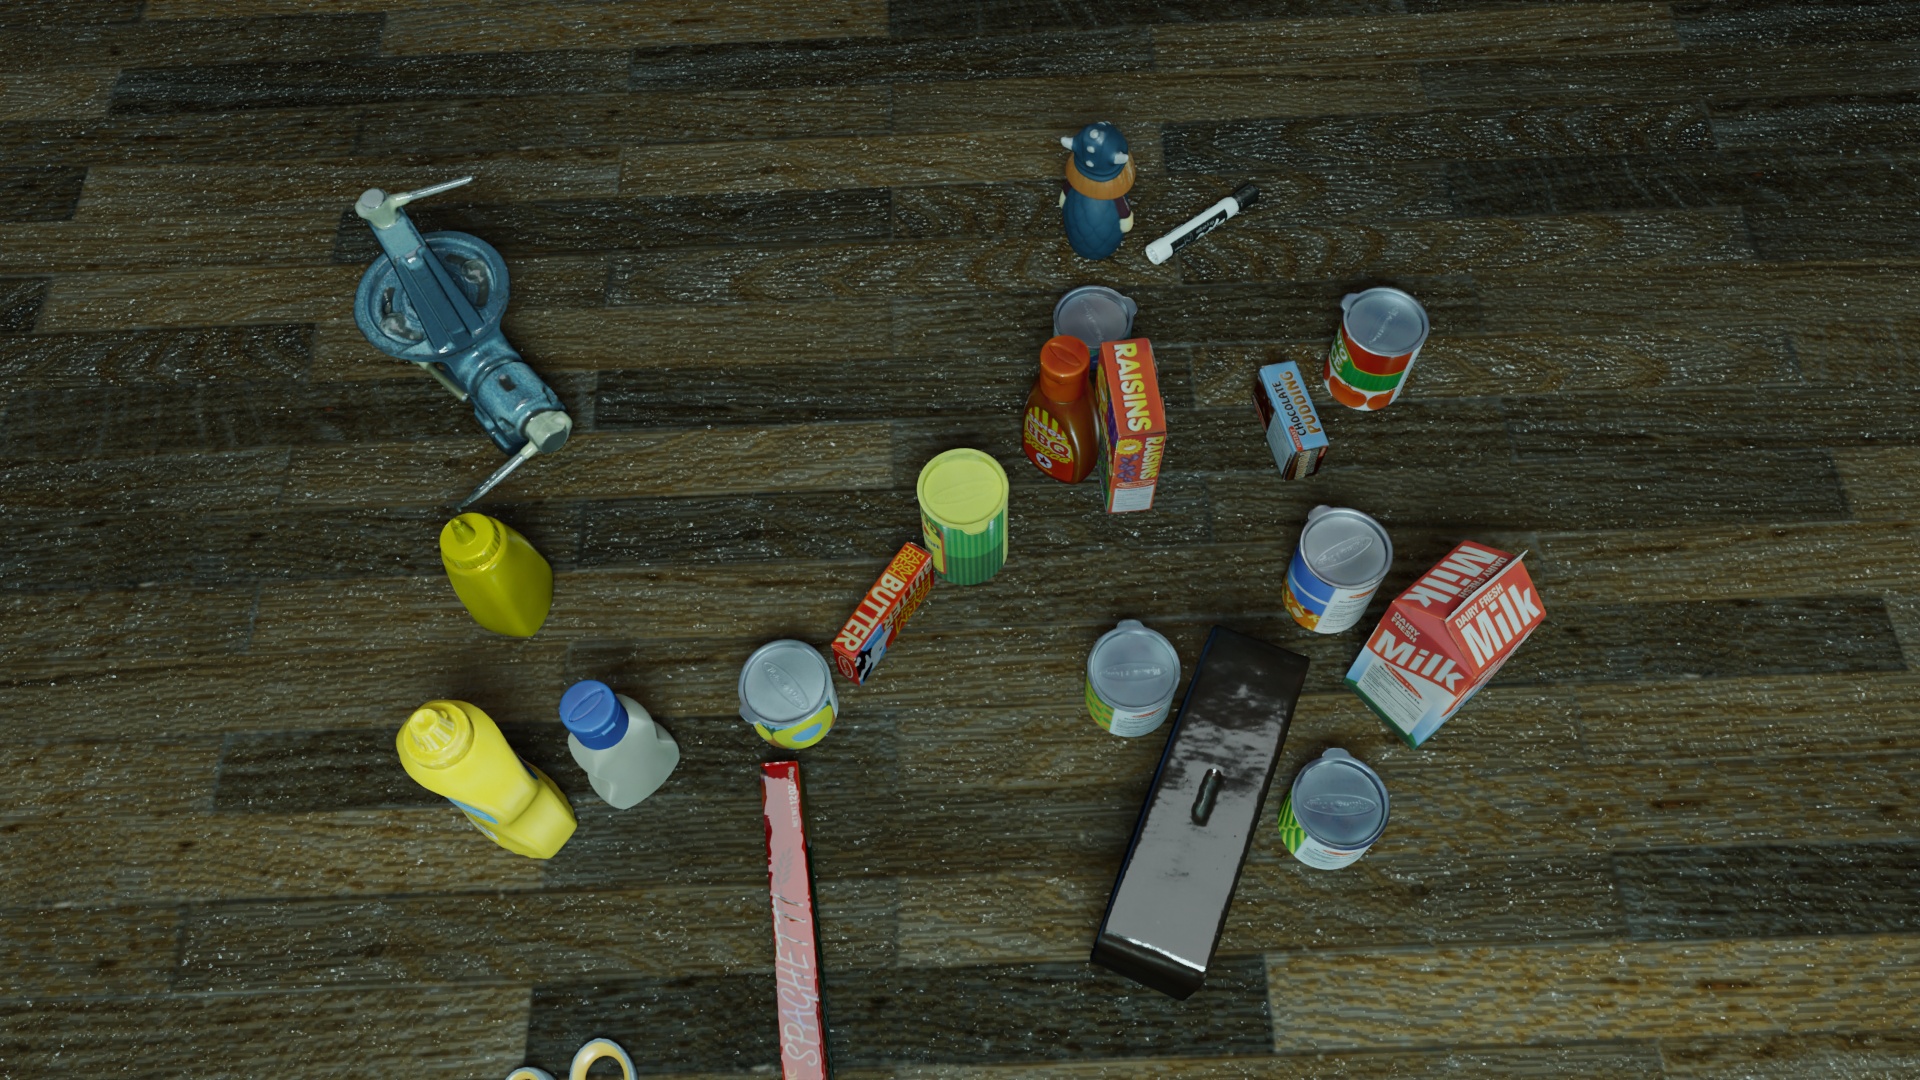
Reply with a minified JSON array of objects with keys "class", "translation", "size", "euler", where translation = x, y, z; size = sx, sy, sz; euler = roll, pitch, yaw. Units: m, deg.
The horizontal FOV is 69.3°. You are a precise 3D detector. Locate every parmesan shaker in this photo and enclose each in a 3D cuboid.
[{"class":"parmesan shaker","translation":[0.004,-0.013,1.047],"size":[0.071,0.102,0.071],"euler":[-1,63,1]}]

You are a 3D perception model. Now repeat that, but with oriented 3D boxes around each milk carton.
[{"class":"milk carton","translation":[0.331,0.067,0.947],"size":[0.072,0.189,0.073],"euler":[-37,68,-15]}]

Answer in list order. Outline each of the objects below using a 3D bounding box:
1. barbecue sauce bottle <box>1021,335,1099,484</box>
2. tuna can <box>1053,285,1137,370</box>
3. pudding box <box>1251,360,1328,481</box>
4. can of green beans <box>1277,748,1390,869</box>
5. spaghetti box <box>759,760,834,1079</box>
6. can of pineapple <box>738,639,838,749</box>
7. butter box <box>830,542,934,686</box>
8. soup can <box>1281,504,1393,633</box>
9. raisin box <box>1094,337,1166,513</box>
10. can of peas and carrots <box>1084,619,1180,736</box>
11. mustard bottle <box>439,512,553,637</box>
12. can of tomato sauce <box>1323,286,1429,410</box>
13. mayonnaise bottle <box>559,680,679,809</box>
[{"class":"barbecue sauce bottle","translation":[0.078,-0.101,1.064],"size":[0.065,0.148,0.044],"euler":[37,70,18]},{"class":"tuna can","translation":[0.113,-0.179,1.167],"size":[0.071,0.032,0.071],"euler":[-1,63,1]},{"class":"pudding box","translation":[0.262,-0.096,1.111],"size":[0.030,0.049,0.084],"euler":[-13,64,-5]},{"class":"can of green beans","translation":[0.257,0.189,0.962],"size":[0.071,0.057,0.071],"euler":[-1,63,1]},{"class":"spaghetti box","translation":[-0.109,0.275,0.933],"size":[0.029,0.050,0.251],"euler":[-8,63,-2]},{"class":"can of pineapple","translation":[-0.126,0.114,1.011],"size":[0.071,0.057,0.071],"euler":[-1,63,1]},{"class":"butter box","translation":[-0.057,0.055,1.042],"size":[0.024,0.053,0.104],"euler":[30,68,15]},{"class":"soup can","translation":[0.276,0.021,1.032],"size":[0.071,0.083,0.071],"euler":[-1,63,1]},{"class":"raisin box","translation":[0.129,-0.086,1.069],"size":[0.040,0.123,0.086],"euler":[-6,63,-1]},{"class":"can of peas and carrots","translation":[0.123,0.101,1.010],"size":[0.071,0.058,0.071],"euler":[-1,63,1]},{"class":"mustard bottle","translation":[-0.342,0.017,1.009],"size":[0.049,0.159,0.065],"euler":[10,64,7]},{"class":"can of tomato sauce","translation":[0.331,-0.154,1.119],"size":[0.071,0.082,0.071],"euler":[-1,63,1]},{"class":"mayonnaise bottle","translation":[-0.236,0.137,0.952],"size":[0.041,0.147,0.065],"euler":[40,71,19]}]
